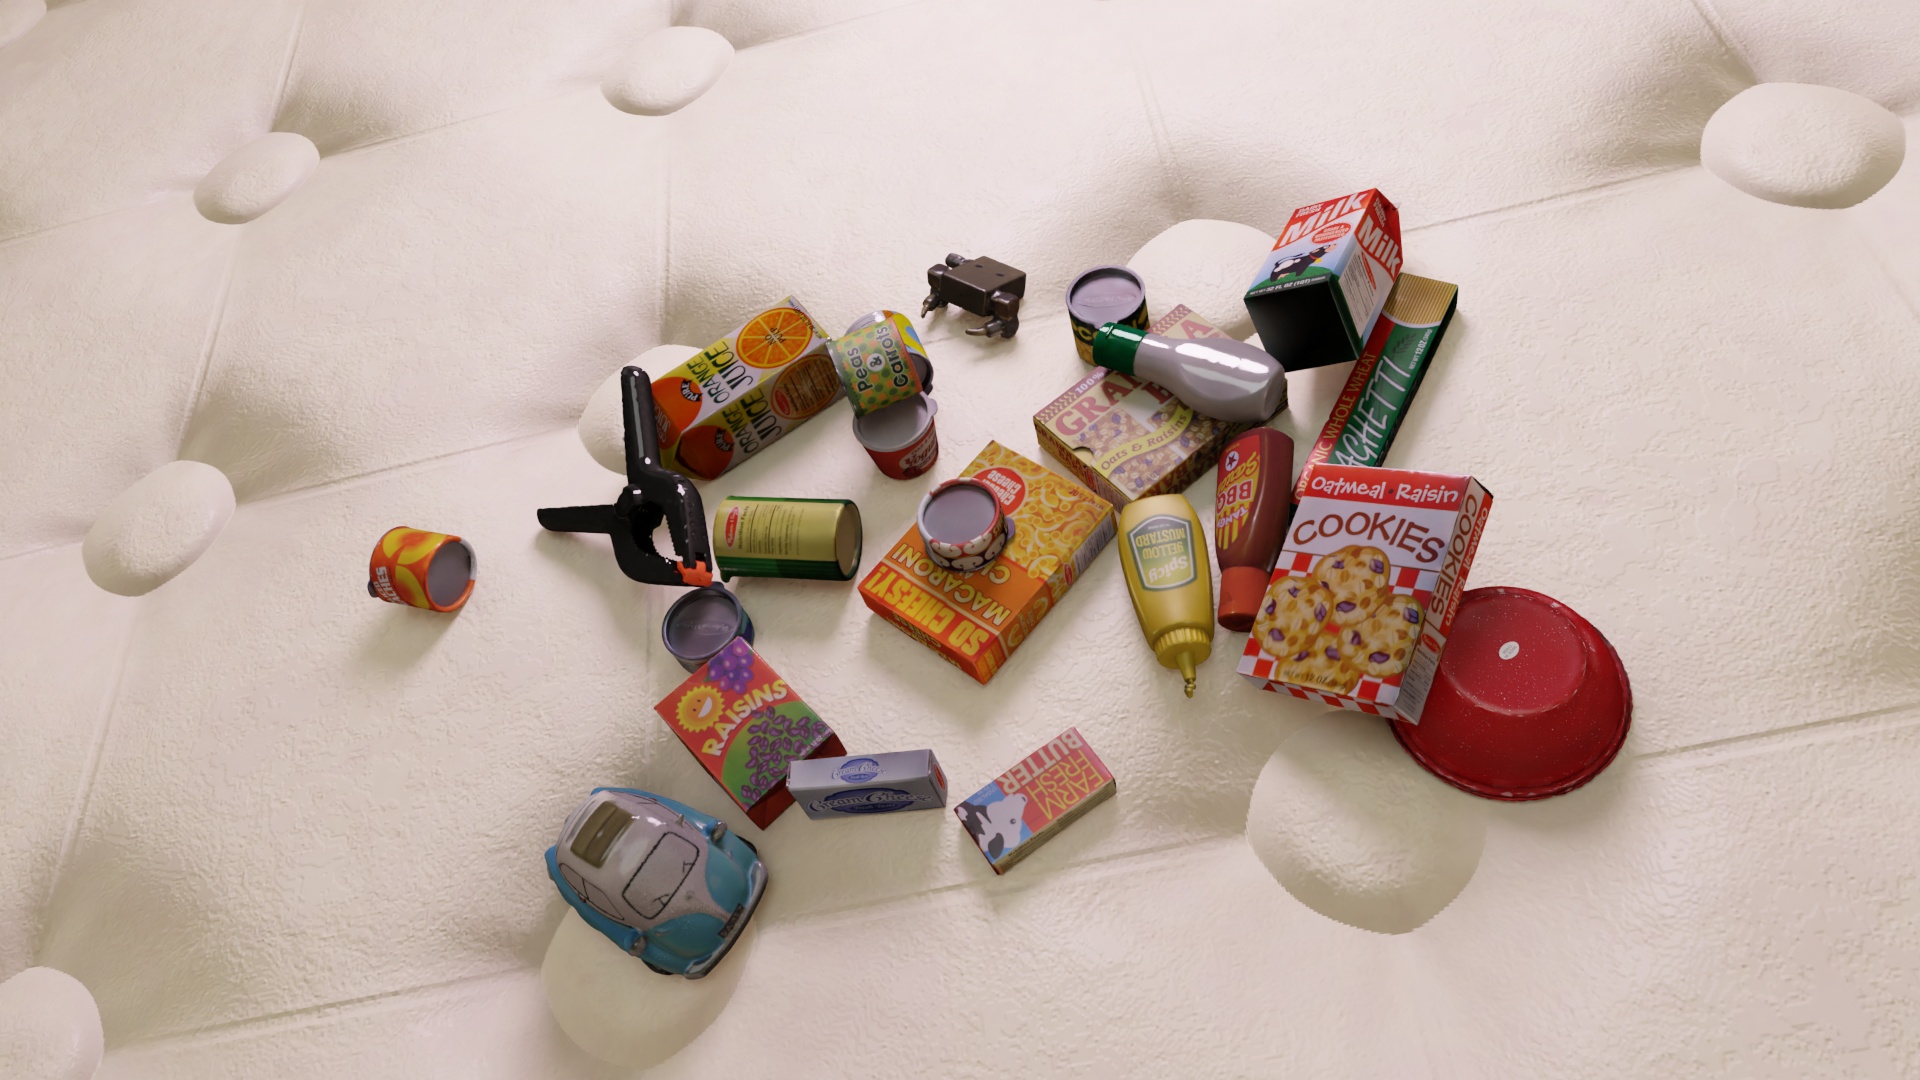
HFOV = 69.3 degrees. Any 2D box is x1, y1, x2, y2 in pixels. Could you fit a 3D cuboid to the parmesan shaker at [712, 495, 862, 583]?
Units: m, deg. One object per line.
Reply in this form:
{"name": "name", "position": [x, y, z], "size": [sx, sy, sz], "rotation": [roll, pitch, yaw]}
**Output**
{"name": "parmesan shaker", "position": [-0.136, 0.001, 1.104], "size": [0.103, 0.071, 0.071], "rotation": [2, 57, 15]}

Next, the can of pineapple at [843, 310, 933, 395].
{"name": "can of pineapple", "position": [-0.062, -0.154, 1.191], "size": [0.071, 0.070, 0.058], "rotation": [-23, 54, -1]}

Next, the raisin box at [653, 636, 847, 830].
{"name": "raisin box", "position": [-0.157, 0.141, 1.030], "size": [0.086, 0.040, 0.123], "rotation": [-41, 56, -13]}

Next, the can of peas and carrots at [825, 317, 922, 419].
{"name": "can of peas and carrots", "position": [-0.069, -0.138, 1.109], "size": [0.059, 0.070, 0.071], "rotation": [-23, 54, -1]}

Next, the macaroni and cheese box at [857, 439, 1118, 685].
{"name": "macaroni and cheese box", "position": [0.022, 0.014, 1.069], "size": [0.124, 0.040, 0.167], "rotation": [31, 68, 30]}

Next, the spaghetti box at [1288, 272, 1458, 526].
{"name": "spaghetti box", "position": [0.323, -0.109, 1.082], "size": [0.050, 0.028, 0.251], "rotation": [19, 63, 26]}

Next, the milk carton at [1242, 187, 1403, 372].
{"name": "milk carton", "position": [0.297, -0.218, 1.108], "size": [0.072, 0.073, 0.191], "rotation": [-7, 34, 39]}

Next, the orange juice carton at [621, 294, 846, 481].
{"name": "orange juice carton", "position": [-0.196, -0.121, 1.197], "size": [0.193, 0.072, 0.072], "rotation": [-34, 55, -9]}

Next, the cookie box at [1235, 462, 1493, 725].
{"name": "cookie box", "position": [0.275, 0.031, 0.947], "size": [0.123, 0.040, 0.168], "rotation": [9, 70, 47]}

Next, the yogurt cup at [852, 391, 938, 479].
{"name": "yogurt cup", "position": [-0.050, -0.087, 1.147], "size": [0.072, 0.053, 0.073], "rotation": [-7, 55, 10]}

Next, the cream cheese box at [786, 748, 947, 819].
{"name": "cream cheese box", "position": [-0.065, 0.172, 0.976], "size": [0.104, 0.053, 0.024], "rotation": [-7, 53, 10]}

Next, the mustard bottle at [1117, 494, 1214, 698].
{"name": "mustard bottle", "position": [0.155, 0.041, 1.010], "size": [0.065, 0.048, 0.161], "rotation": [-13, 54, 8]}

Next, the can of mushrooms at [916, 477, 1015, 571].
{"name": "can of mushrooms", "position": [0.004, -0.013, 1.045], "size": [0.071, 0.033, 0.071], "rotation": [-7, 54, 10]}

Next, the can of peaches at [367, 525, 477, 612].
{"name": "can of peaches", "position": [-0.451, 0.026, 1.166], "size": [0.058, 0.071, 0.071], "rotation": [8, 59, 19]}

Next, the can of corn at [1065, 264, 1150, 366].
{"name": "can of corn", "position": [0.125, -0.186, 1.167], "size": [0.071, 0.058, 0.071], "rotation": [-7, 55, 10]}

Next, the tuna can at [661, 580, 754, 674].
{"name": "tuna can", "position": [-0.197, 0.070, 1.092], "size": [0.071, 0.032, 0.071], "rotation": [-7, 55, 10]}

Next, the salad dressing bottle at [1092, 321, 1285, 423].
{"name": "salad dressing bottle", "position": [0.175, -0.135, 1.080], "size": [0.148, 0.043, 0.064], "rotation": [22, 66, 26]}

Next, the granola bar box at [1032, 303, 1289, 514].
{"name": "granola bar box", "position": [0.160, -0.104, 1.114], "size": [0.166, 0.039, 0.124], "rotation": [-38, 56, -12]}

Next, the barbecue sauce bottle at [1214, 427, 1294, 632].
{"name": "barbecue sauce bottle", "position": [0.214, -0.007, 1.024], "size": [0.044, 0.064, 0.149], "rotation": [20, 63, -21]}

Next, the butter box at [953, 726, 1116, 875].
{"name": "butter box", "position": [0.052, 0.179, 0.959], "size": [0.104, 0.024, 0.053], "rotation": [-34, 56, -9]}
